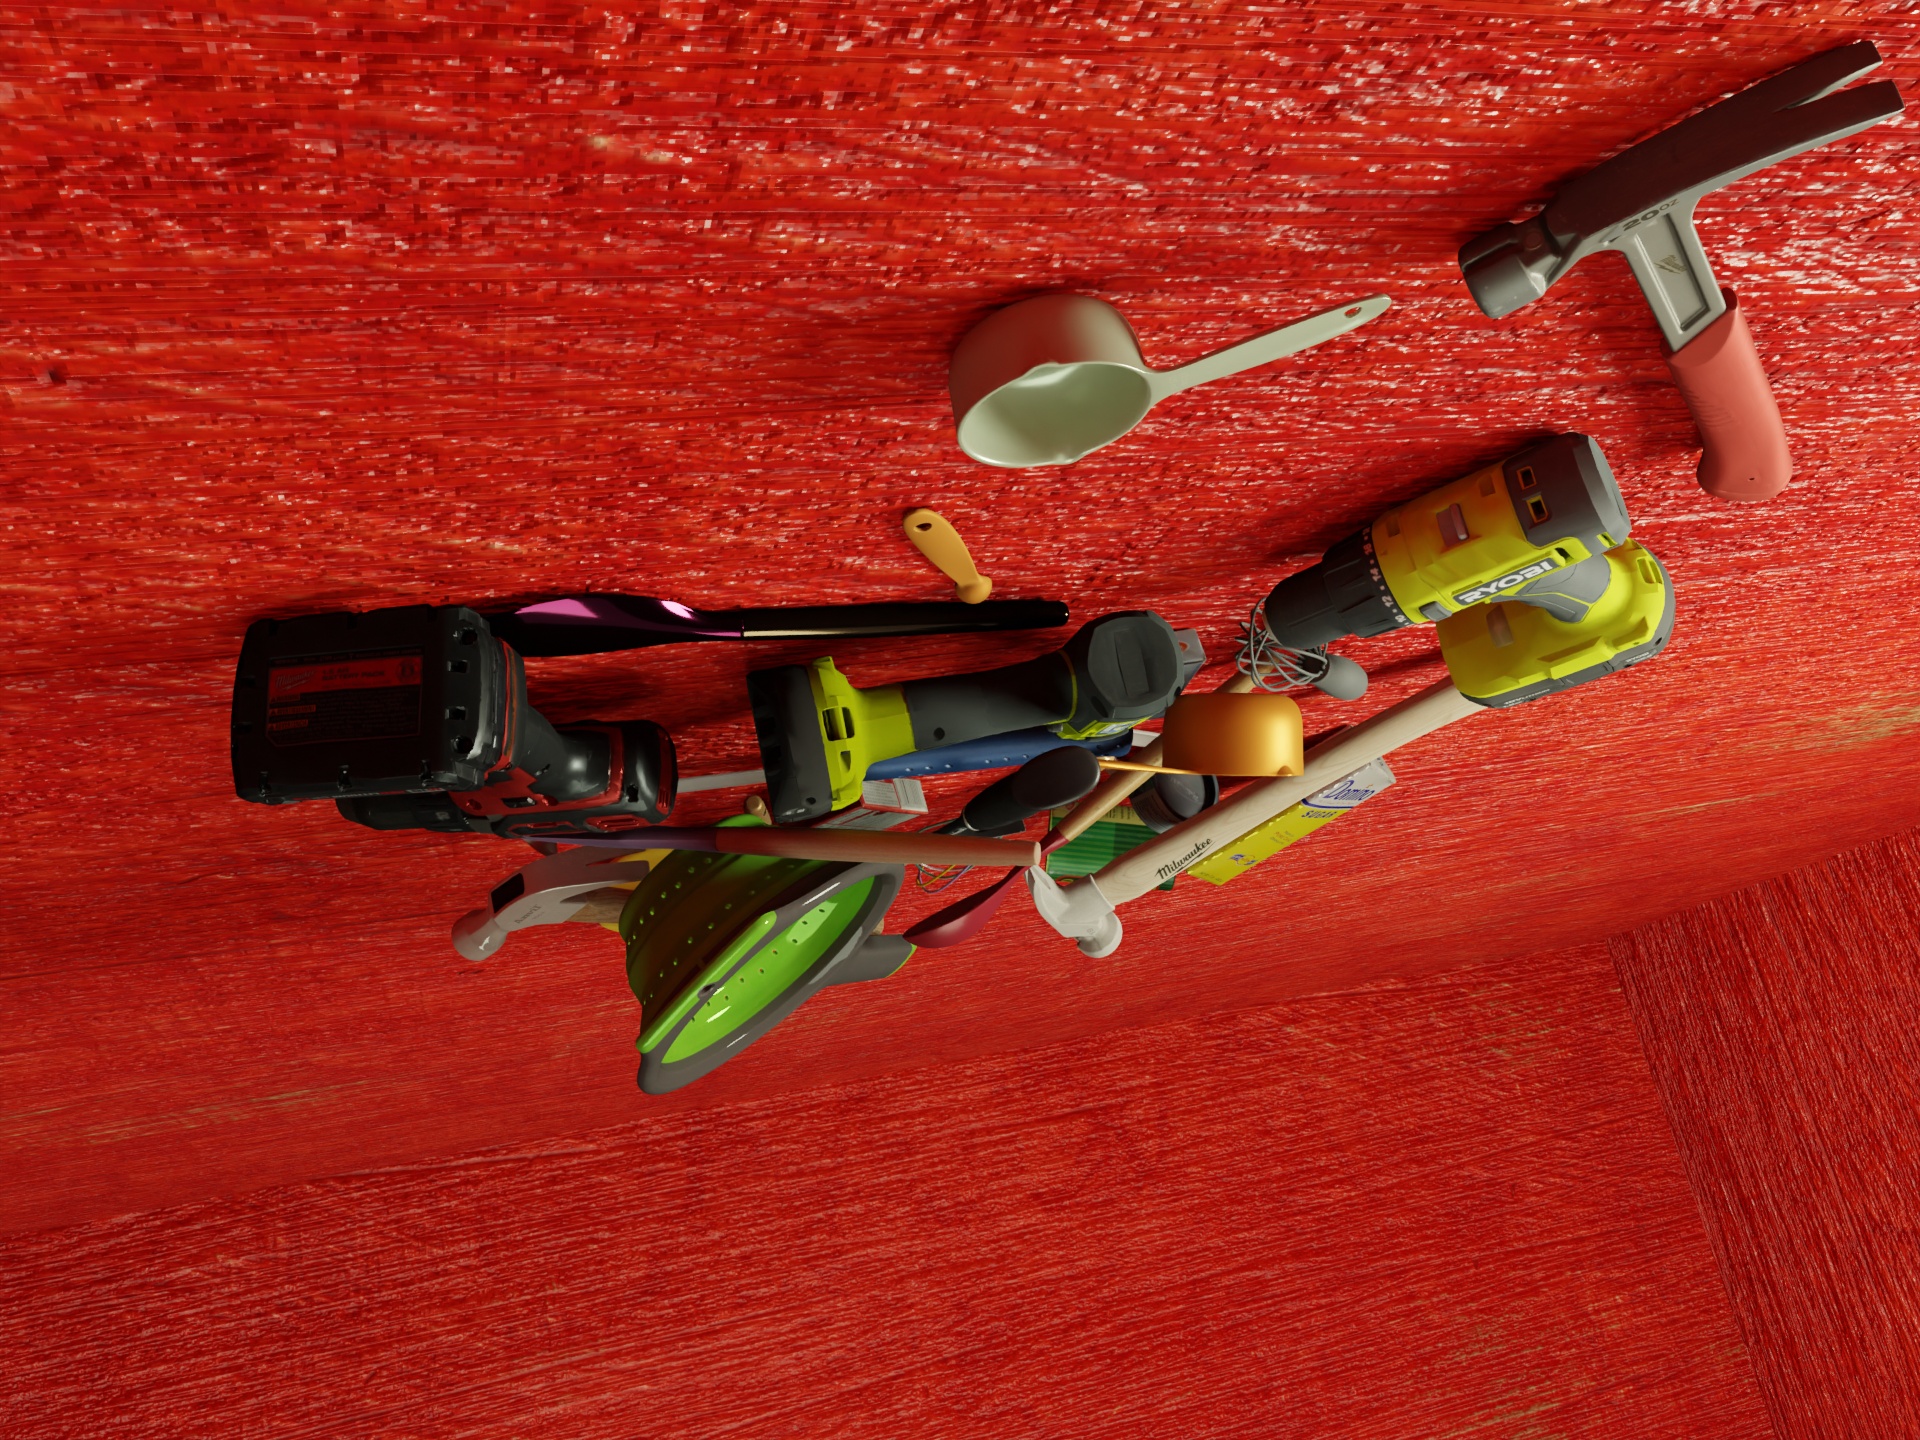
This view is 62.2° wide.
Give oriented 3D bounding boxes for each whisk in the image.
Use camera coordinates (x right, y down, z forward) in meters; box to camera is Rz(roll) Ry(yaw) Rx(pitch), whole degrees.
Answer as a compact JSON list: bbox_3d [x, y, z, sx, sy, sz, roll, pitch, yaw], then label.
[{"bbox_3d":[0.035,0.071,1.231,0.047,0.051,0.245,-25,171,-46],"label":"whisk"},{"bbox_3d":[0.225,-0.038,1.016,0.055,0.055,0.238,-21,165,24],"label":"whisk"}]

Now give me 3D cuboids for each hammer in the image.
[{"bbox_3d":[-0.083,0.031,1.022,0.405,0.035,0.144,-7,161,-19],"label":"hammer"},{"bbox_3d":[-0.174,0.133,1.105,0.130,0.031,0.331,-35,150,30],"label":"hammer"},{"bbox_3d":[0.014,0.061,1.009,0.149,0.036,0.409,-18,175,-15],"label":"hammer"},{"bbox_3d":[0.344,-0.168,0.710,0.149,0.037,0.358,-23,159,28],"label":"hammer"},{"bbox_3d":[0.237,0.039,1.130,0.410,0.038,0.146,-30,143,9],"label":"hammer"}]

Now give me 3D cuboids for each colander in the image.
[{"bbox_3d":[-0.118,0.133,1.045,0.204,0.094,0.397,-45,165,6],"label":"colander"}]

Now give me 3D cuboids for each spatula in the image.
[{"bbox_3d":[-0.109,0.067,0.888,0.316,0.018,0.059,1,-179,17],"label":"spatula"}]

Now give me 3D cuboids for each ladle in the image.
[{"bbox_3d":[0.088,0.058,1.063,0.315,0.031,0.069,-41,180,10],"label":"ladle"}]

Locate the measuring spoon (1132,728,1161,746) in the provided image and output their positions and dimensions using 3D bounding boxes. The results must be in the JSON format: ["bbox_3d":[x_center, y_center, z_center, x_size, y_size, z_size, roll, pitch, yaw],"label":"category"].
[{"bbox_3d":[0.151,0.009,1.160,0.124,0.018,0.034,7,154,-32],"label":"measuring spoon"}]

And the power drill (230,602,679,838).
[{"bbox_3d":[-0.261,0.016,0.782,0.188,0.080,0.226,-4,167,10],"label":"power drill"}]

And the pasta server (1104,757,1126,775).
[{"bbox_3d":[0.176,0.065,1.324,0.060,0.040,0.316,-20,157,21],"label":"pasta server"}]

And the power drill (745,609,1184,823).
[{"bbox_3d":[-0.001,-0.003,0.887,0.223,0.080,0.171,-11,174,-7],"label":"power drill"}]

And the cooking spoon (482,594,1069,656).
[{"bbox_3d":[-0.087,-0.048,0.803,0.318,0.017,0.068,-4,163,-25],"label":"cooking spoon"}]

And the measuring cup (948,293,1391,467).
[{"bbox_3d":[0.075,-0.143,0.599,0.167,0.038,0.083,-17,162,7],"label":"measuring cup"}]

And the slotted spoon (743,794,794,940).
[{"bbox_3d":[-0.140,0.112,1.203,0.031,0.070,0.313,10,158,3],"label":"slotted spoon"}]

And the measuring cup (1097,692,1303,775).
[{"bbox_3d":[0.135,0.007,0.965,0.173,0.052,0.095,4,178,-36],"label":"measuring cup"}]

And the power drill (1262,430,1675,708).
[{"bbox_3d":[0.296,-0.072,0.905,0.190,0.080,0.228,-24,156,31],"label":"power drill"}]

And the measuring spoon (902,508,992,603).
[{"bbox_3d":[-0.006,-0.078,0.779,0.021,0.011,0.116,-16,162,11],"label":"measuring spoon"}]
